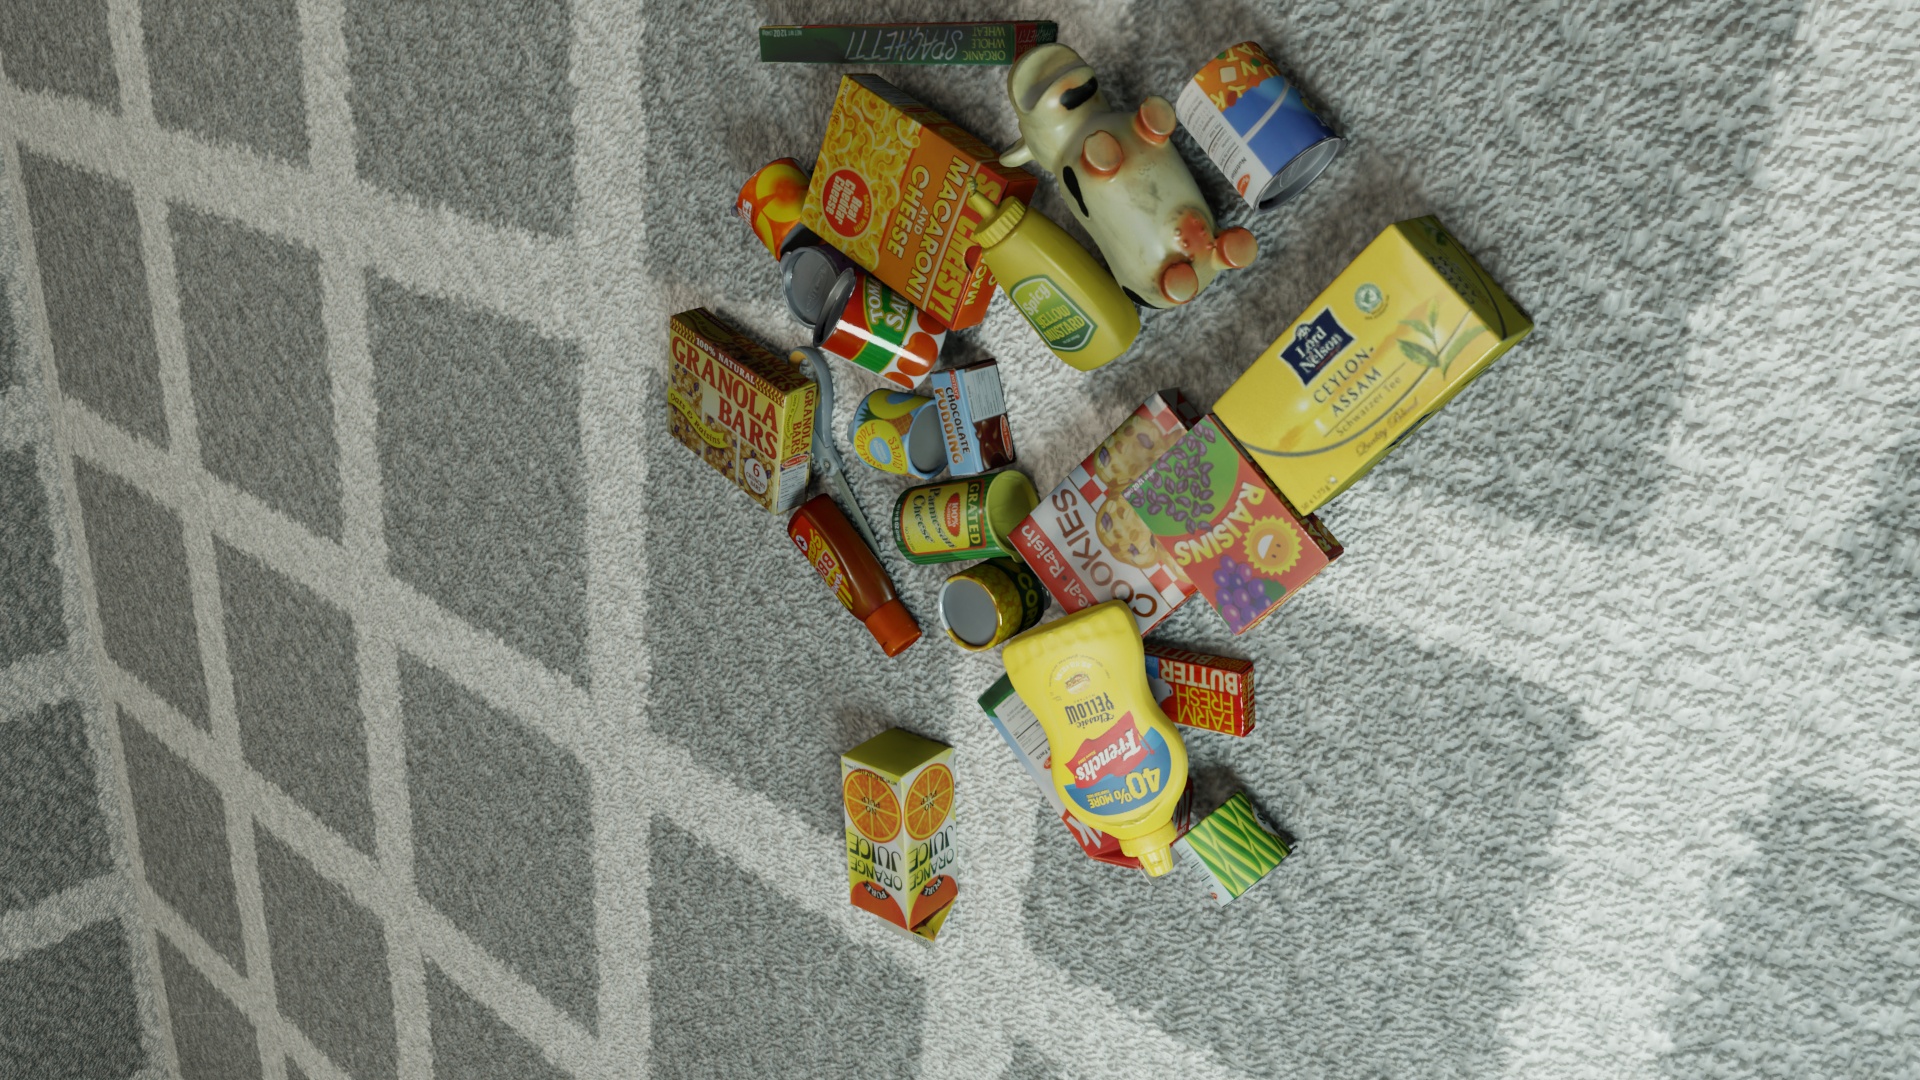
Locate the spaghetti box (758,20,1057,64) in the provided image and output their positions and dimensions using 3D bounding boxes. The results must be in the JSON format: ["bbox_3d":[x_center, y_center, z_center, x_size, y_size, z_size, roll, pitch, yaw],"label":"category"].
[{"bbox_3d":[-0.045,-0.367,1.023,0.250,0.050,0.028,15,116,36],"label":"spaghetti box"}]

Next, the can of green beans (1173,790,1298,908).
[{"bbox_3d":[0.198,0.224,1.013,0.058,0.071,0.071,51,130,15],"label":"can of green beans"}]

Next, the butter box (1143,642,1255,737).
[{"bbox_3d":[0.168,0.109,1.027,0.103,0.024,0.053,8,110,39],"label":"butter box"}]

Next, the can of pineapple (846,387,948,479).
[{"bbox_3d":[-0.046,-0.084,1.108,0.058,0.071,0.070,14,114,36],"label":"can of pineapple"}]

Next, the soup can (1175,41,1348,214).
[{"bbox_3d":[0.186,-0.257,0.860,0.084,0.071,0.071,55,131,12],"label":"soup can"}]

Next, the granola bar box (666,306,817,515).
[{"bbox_3d":[-0.195,-0.116,1.227,0.166,0.039,0.123,35,132,32],"label":"granola bar box"}]

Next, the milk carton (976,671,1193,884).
[{"bbox_3d":[0.107,0.171,1.068,0.191,0.072,0.073,54,131,14],"label":"milk carton"}]

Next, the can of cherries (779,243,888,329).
[{"bbox_3d":[-0.102,-0.209,1.121,0.071,0.058,0.071,16,116,36],"label":"can of cherries"}]

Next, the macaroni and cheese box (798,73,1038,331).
[{"bbox_3d":[-0.036,-0.251,1.027,0.167,0.040,0.123,39,126,23],"label":"macaroni and cheese box"}]

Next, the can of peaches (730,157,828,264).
[{"bbox_3d":[-0.141,-0.265,1.126,0.058,0.071,0.071,51,130,13],"label":"can of peaches"}]

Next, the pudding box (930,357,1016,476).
[{"bbox_3d":[0.010,-0.095,1.071,0.030,0.050,0.083,-4,102,42],"label":"pudding box"}]

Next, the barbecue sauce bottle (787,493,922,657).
[{"bbox_3d":[-0.090,0.032,1.201,0.149,0.044,0.064,52,151,11],"label":"barbecue sauce bottle"}]

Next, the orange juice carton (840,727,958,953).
[{"bbox_3d":[-0.052,0.272,1.235,0.072,0.073,0.192,13,113,37],"label":"orange juice carton"}]

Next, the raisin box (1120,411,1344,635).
[{"bbox_3d":[0.178,-0.012,0.914,0.085,0.040,0.123,-45,75,28],"label":"raisin box"}]

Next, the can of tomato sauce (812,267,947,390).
[{"bbox_3d":[-0.060,-0.162,1.061,0.071,0.083,0.071,-49,28,37],"label":"can of tomato sauce"}]

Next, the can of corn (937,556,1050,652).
[{"bbox_3d":[0.026,0.050,1.102,0.071,0.058,0.071,15,115,36],"label":"can of corn"}]

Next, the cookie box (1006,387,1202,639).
[{"bbox_3d":[0.129,-0.009,0.995,0.166,0.040,0.123,-45,75,31],"label":"cookie box"}]

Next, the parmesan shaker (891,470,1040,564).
[{"bbox_3d":[0.004,-0.014,1.092,0.103,0.071,0.071,-7,100,41],"label":"parmesan shaker"}]

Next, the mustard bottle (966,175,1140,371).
[{"bbox_3d":[0.055,-0.188,0.959,0.160,0.049,0.065,44,143,-19],"label":"mustard bottle"}]
